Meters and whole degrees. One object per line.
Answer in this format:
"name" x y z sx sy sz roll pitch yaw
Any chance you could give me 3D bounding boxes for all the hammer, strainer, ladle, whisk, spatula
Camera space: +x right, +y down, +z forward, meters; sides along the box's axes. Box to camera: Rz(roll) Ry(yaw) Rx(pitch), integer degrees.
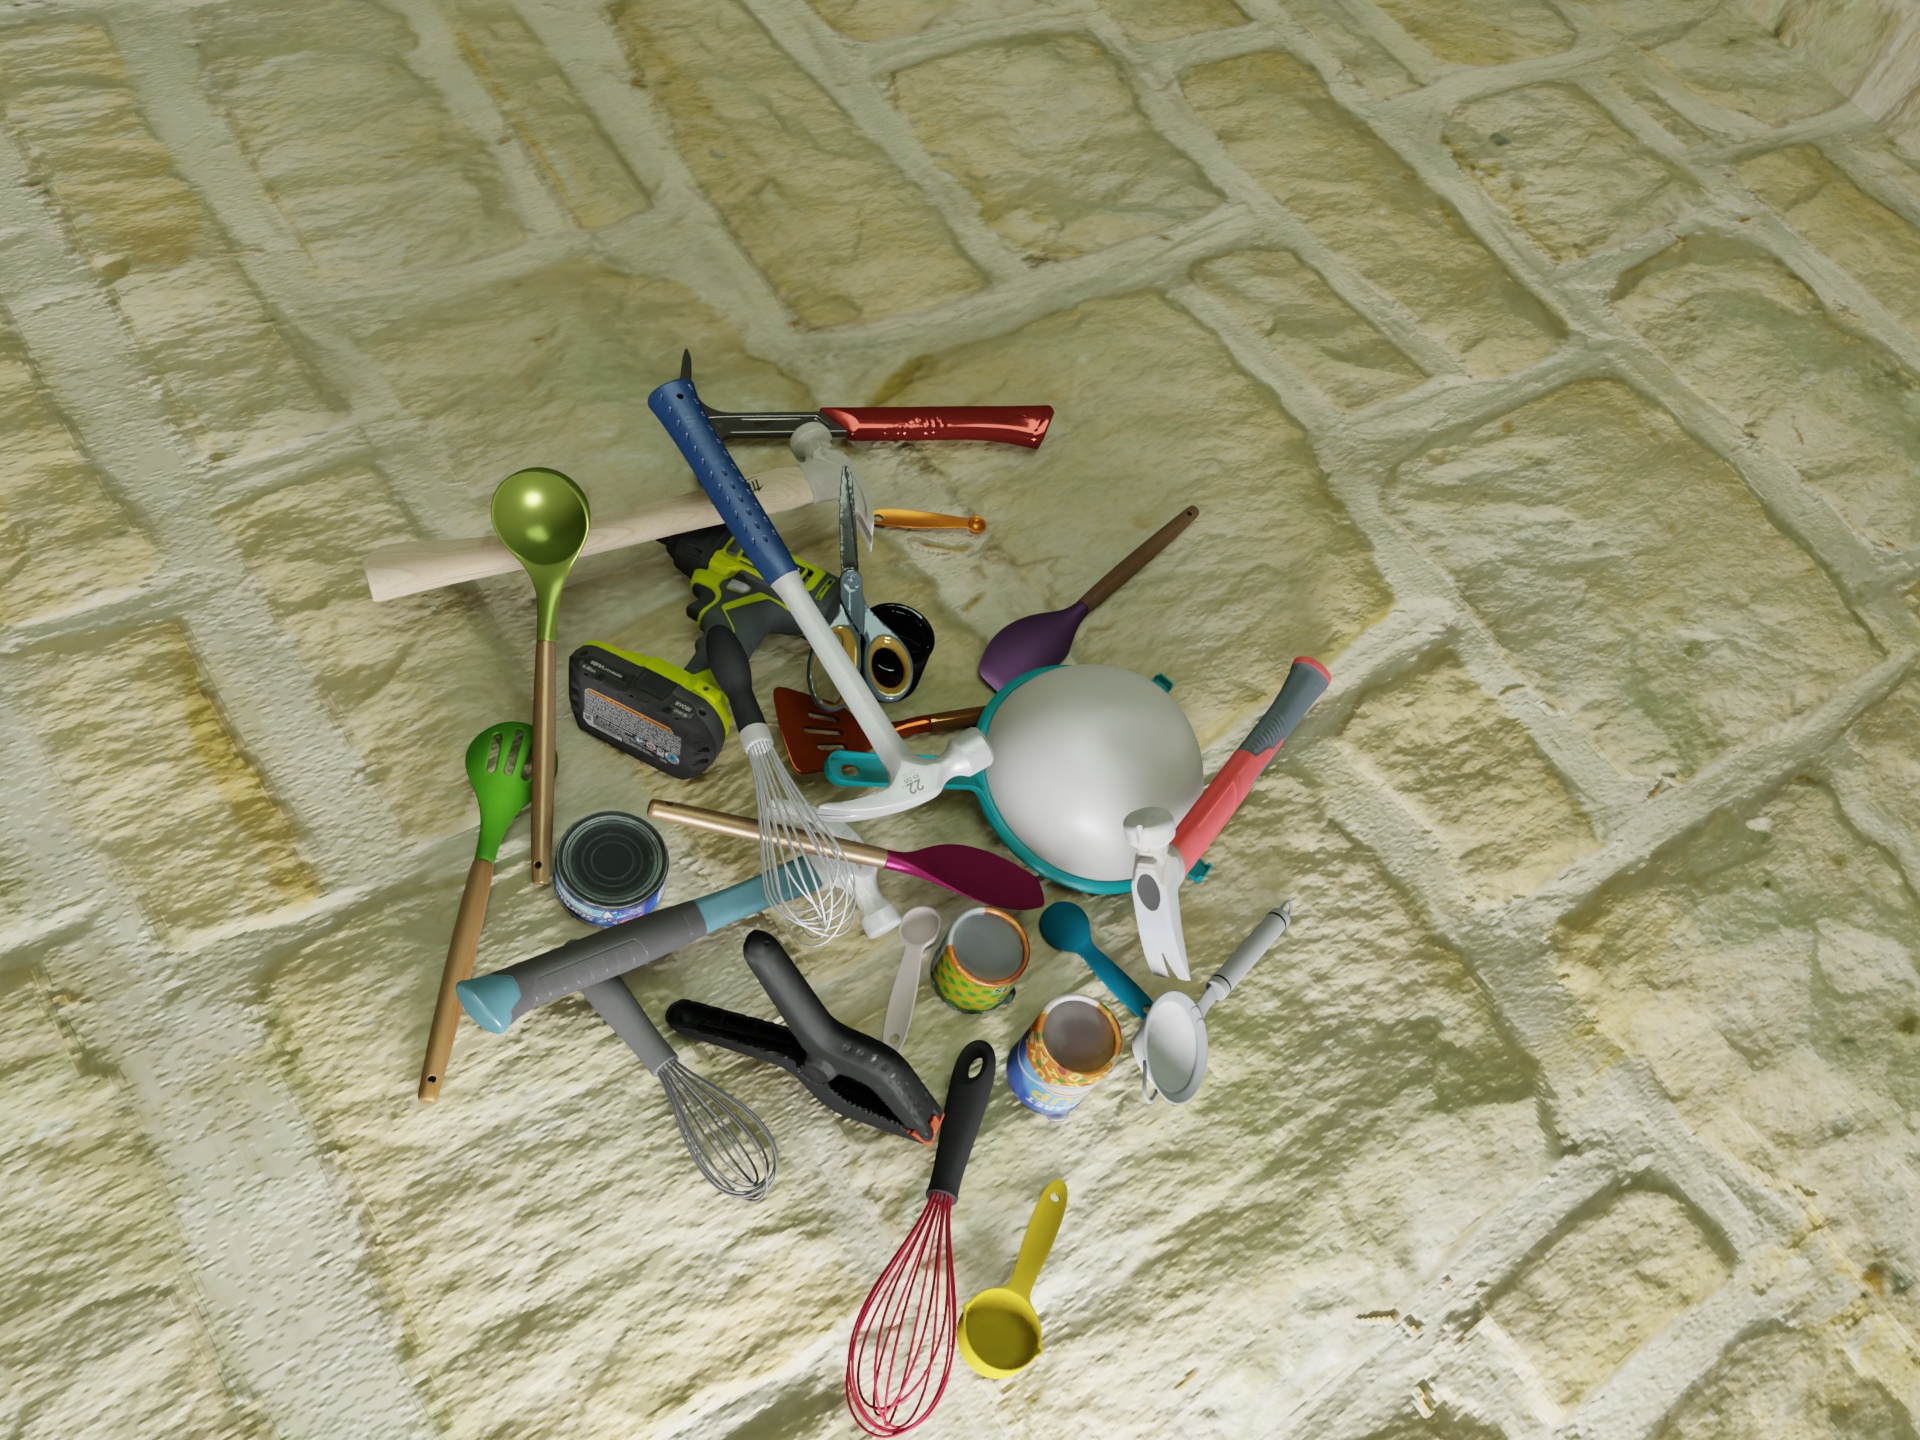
"hammer" -0.139 -0.102 1.262 0.144 0.035 0.406 -28 76 -18
"strainer" 0.063 0.028 1.293 0.340 0.095 0.211 2 64 -22
"hammer" 0.237 0.058 1.338 0.038 0.143 0.386 3 28 31
"hammer" -0.085 -0.290 1.515 0.359 0.036 0.149 -4 60 -18
"ladle" -0.321 -0.036 1.211 0.078 0.062 0.320 -3 79 7
"strainer" 0.200 0.219 1.268 0.258 0.050 0.086 -38 111 -38
"whisk" -0.210 0.243 1.130 0.055 0.055 0.239 -33 68 -31
"hammer" -0.274 -0.153 1.309 0.410 0.038 0.146 -16 51 -19
"whisk" -0.143 0.041 1.180 0.070 0.070 0.285 -11 57 -22
"spatula" 0.127 -0.120 1.477 0.060 0.018 0.316 45 58 8
"spatula" -0.002 -0.004 1.352 0.322 0.041 0.081 -8 65 -22
"whisk" -0.017 0.352 1.111 0.073 0.073 0.296 20 49 -3
"hammer" -0.203 0.150 1.162 0.331 0.033 0.128 -19 74 -35

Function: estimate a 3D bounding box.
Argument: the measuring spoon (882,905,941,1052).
"measuring spoon" -0.039 0.202 1.226 0.034 0.018 0.124 2 59 20

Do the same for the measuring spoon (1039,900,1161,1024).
"measuring spoon" 0.116 0.192 1.270 0.129 0.021 0.042 45 57 14

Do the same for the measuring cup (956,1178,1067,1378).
"measuring cup" 0.043 0.393 1.125 0.062 0.029 0.157 29 43 3

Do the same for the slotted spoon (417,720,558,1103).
"slotted spoon" -0.355 0.129 1.173 0.070 0.031 0.314 13 57 -14

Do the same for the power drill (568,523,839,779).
"power drill" -0.219 -0.072 1.314 0.171 0.080 0.223 26 51 7

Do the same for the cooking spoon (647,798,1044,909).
"cooking spoon" -0.082 0.100 1.216 0.318 0.017 0.069 14 31 -18

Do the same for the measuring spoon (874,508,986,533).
"measuring spoon" -0.033 -0.184 1.479 0.117 0.011 0.021 3 58 -10
